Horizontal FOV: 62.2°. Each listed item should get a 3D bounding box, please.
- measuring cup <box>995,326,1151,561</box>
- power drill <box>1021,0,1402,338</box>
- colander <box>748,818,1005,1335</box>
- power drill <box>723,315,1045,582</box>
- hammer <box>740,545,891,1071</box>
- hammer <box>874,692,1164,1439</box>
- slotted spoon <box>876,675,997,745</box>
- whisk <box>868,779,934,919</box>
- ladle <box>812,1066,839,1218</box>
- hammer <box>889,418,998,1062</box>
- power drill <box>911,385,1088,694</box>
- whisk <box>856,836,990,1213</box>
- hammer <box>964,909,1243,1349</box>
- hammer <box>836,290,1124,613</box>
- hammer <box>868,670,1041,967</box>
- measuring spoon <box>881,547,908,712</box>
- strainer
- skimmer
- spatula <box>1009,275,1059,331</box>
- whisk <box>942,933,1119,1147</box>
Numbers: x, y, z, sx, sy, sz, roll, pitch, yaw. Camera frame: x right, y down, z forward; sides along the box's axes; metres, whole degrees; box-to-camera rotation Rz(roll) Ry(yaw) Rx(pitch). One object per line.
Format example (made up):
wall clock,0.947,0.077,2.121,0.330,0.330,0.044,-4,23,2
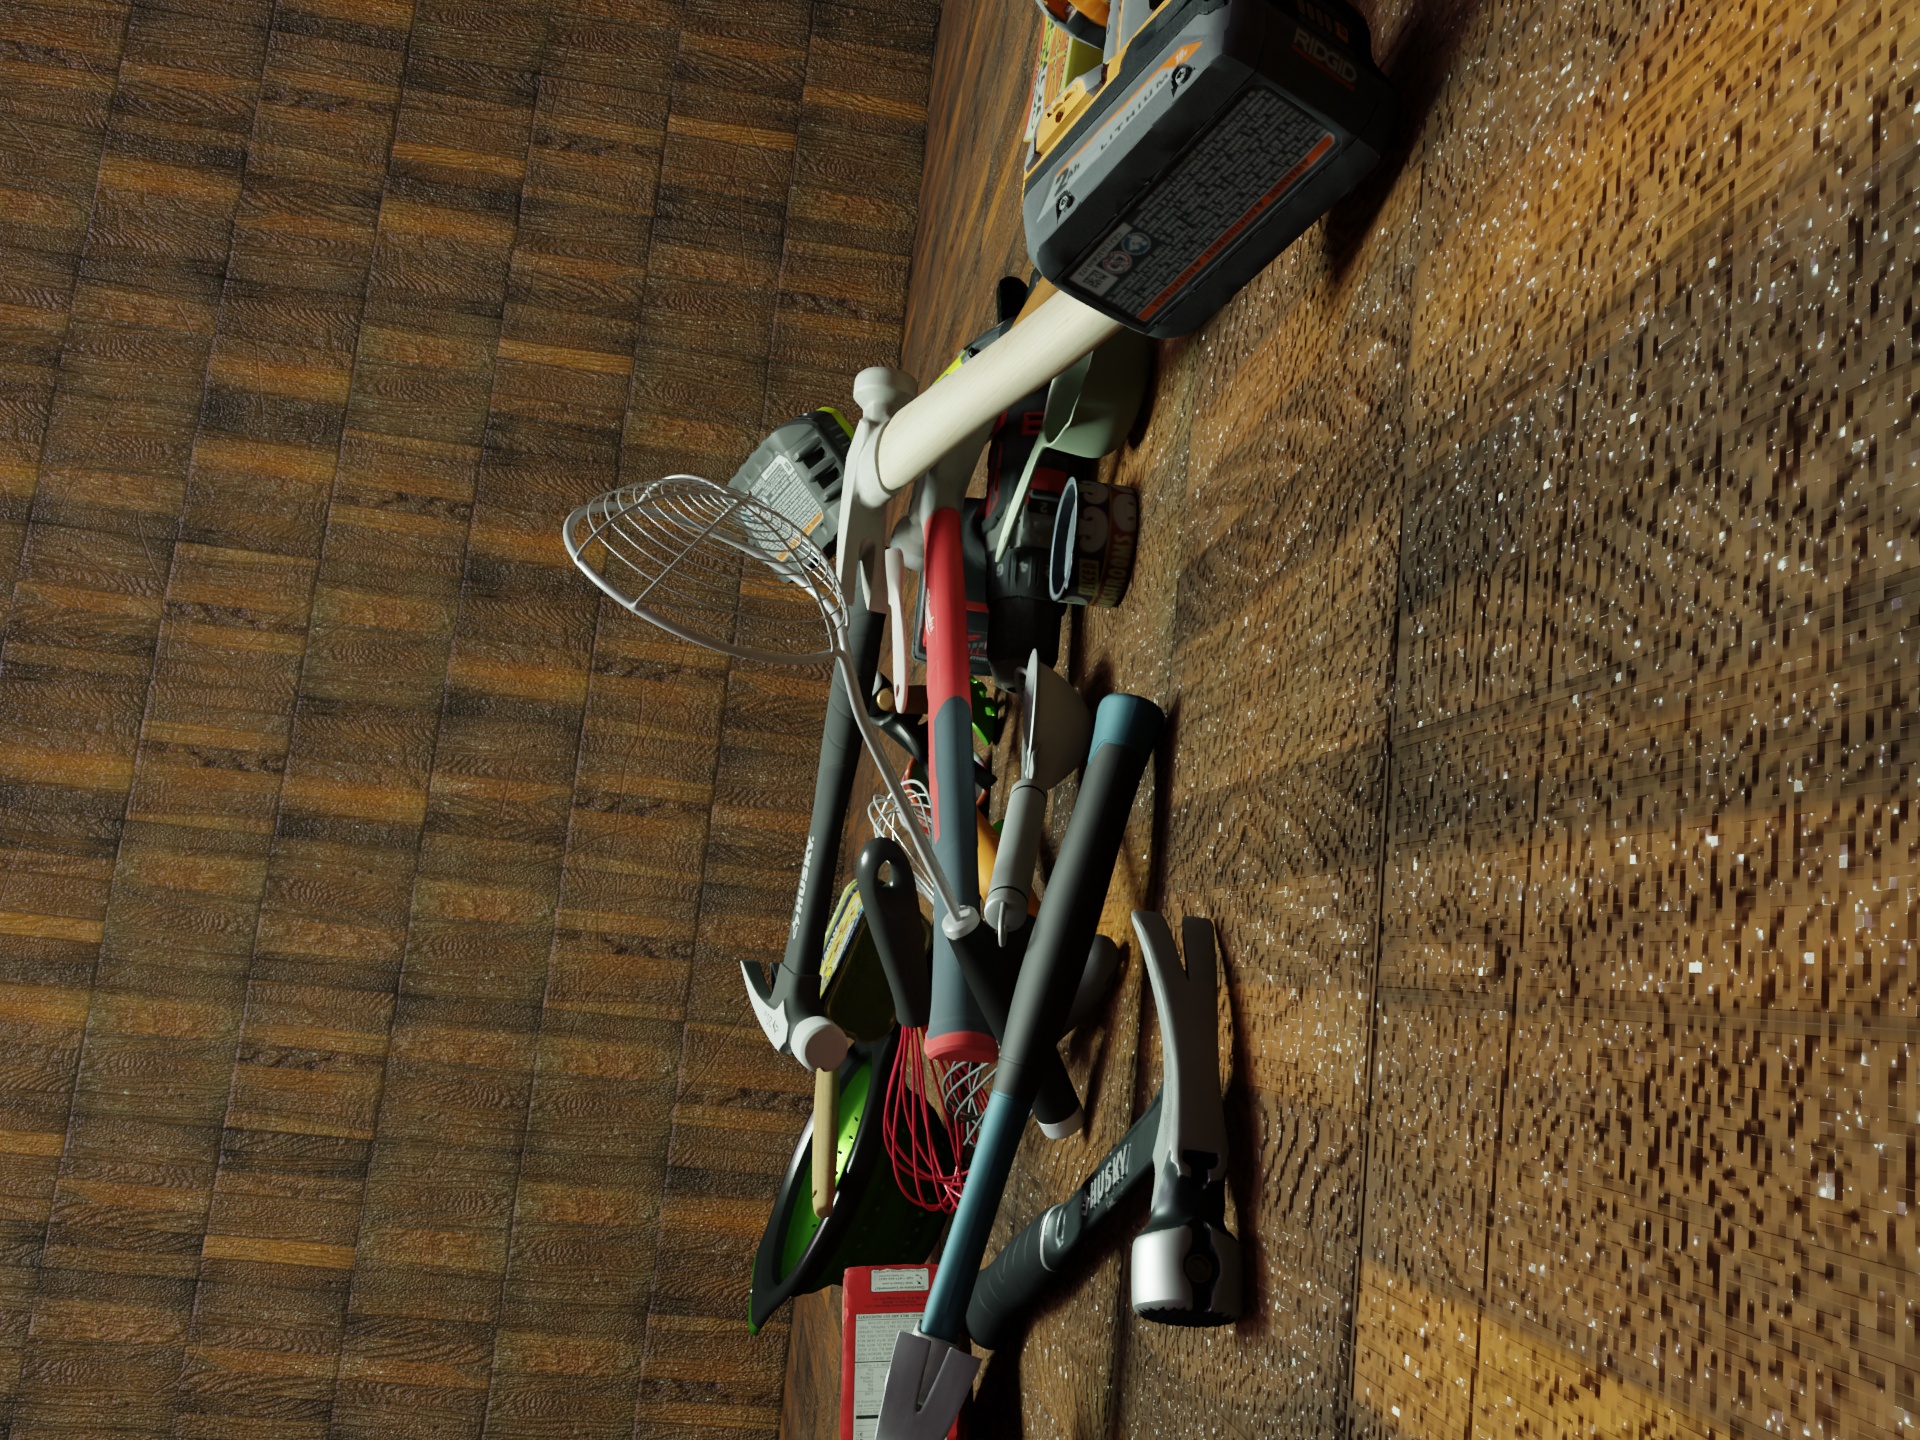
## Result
measuring cup,0.060,-0.146,0.873,0.083,0.038,0.167,-87,15,-45
power drill,0.094,-0.271,0.555,0.185,0.084,0.226,-37,41,46
colander,-0.026,0.260,1.122,0.397,0.094,0.204,-64,10,9
power drill,-0.037,-0.191,1.062,0.223,0.080,0.171,-37,2,-32
hammer,-0.086,0.048,1.047,0.146,0.035,0.335,-162,82,-66
hammer,0.026,0.148,0.683,0.128,0.033,0.331,85,-157,-80
slotted spoon,-0.014,-0.013,1.095,0.070,0.031,0.313,62,-170,5
whisk,-0.010,0.120,1.037,0.059,0.057,0.247,-56,35,19
ladle,-0.095,0.257,1.143,0.069,0.031,0.316,-57,13,14
hammer,-0.001,-0.003,0.873,0.143,0.038,0.387,117,156,-52
power drill,0.027,-0.090,1.032,0.226,0.080,0.188,131,145,-73
whisk,-0.023,0.187,0.937,0.073,0.073,0.295,-94,-5,-57
hammer,0.047,0.220,0.707,0.408,0.036,0.149,108,168,-59
hammer,0.029,-0.166,0.776,0.410,0.038,0.146,159,119,-63
hammer,0.010,0.071,0.980,0.034,0.127,0.337,-44,25,5
measuring spoon,-0.043,-0.054,0.941,0.034,0.018,0.124,116,156,-47
strainer,0.037,0.037,0.798,0.259,0.050,0.086,-73,-12,-61
skimmer,-0.051,0.050,0.722,0.127,0.090,0.363,-76,-38,-68
spatula,0.064,-0.232,0.823,0.322,0.041,0.081,136,148,-68
whisk,0.037,0.165,0.819,0.238,0.055,0.055,116,161,-54
